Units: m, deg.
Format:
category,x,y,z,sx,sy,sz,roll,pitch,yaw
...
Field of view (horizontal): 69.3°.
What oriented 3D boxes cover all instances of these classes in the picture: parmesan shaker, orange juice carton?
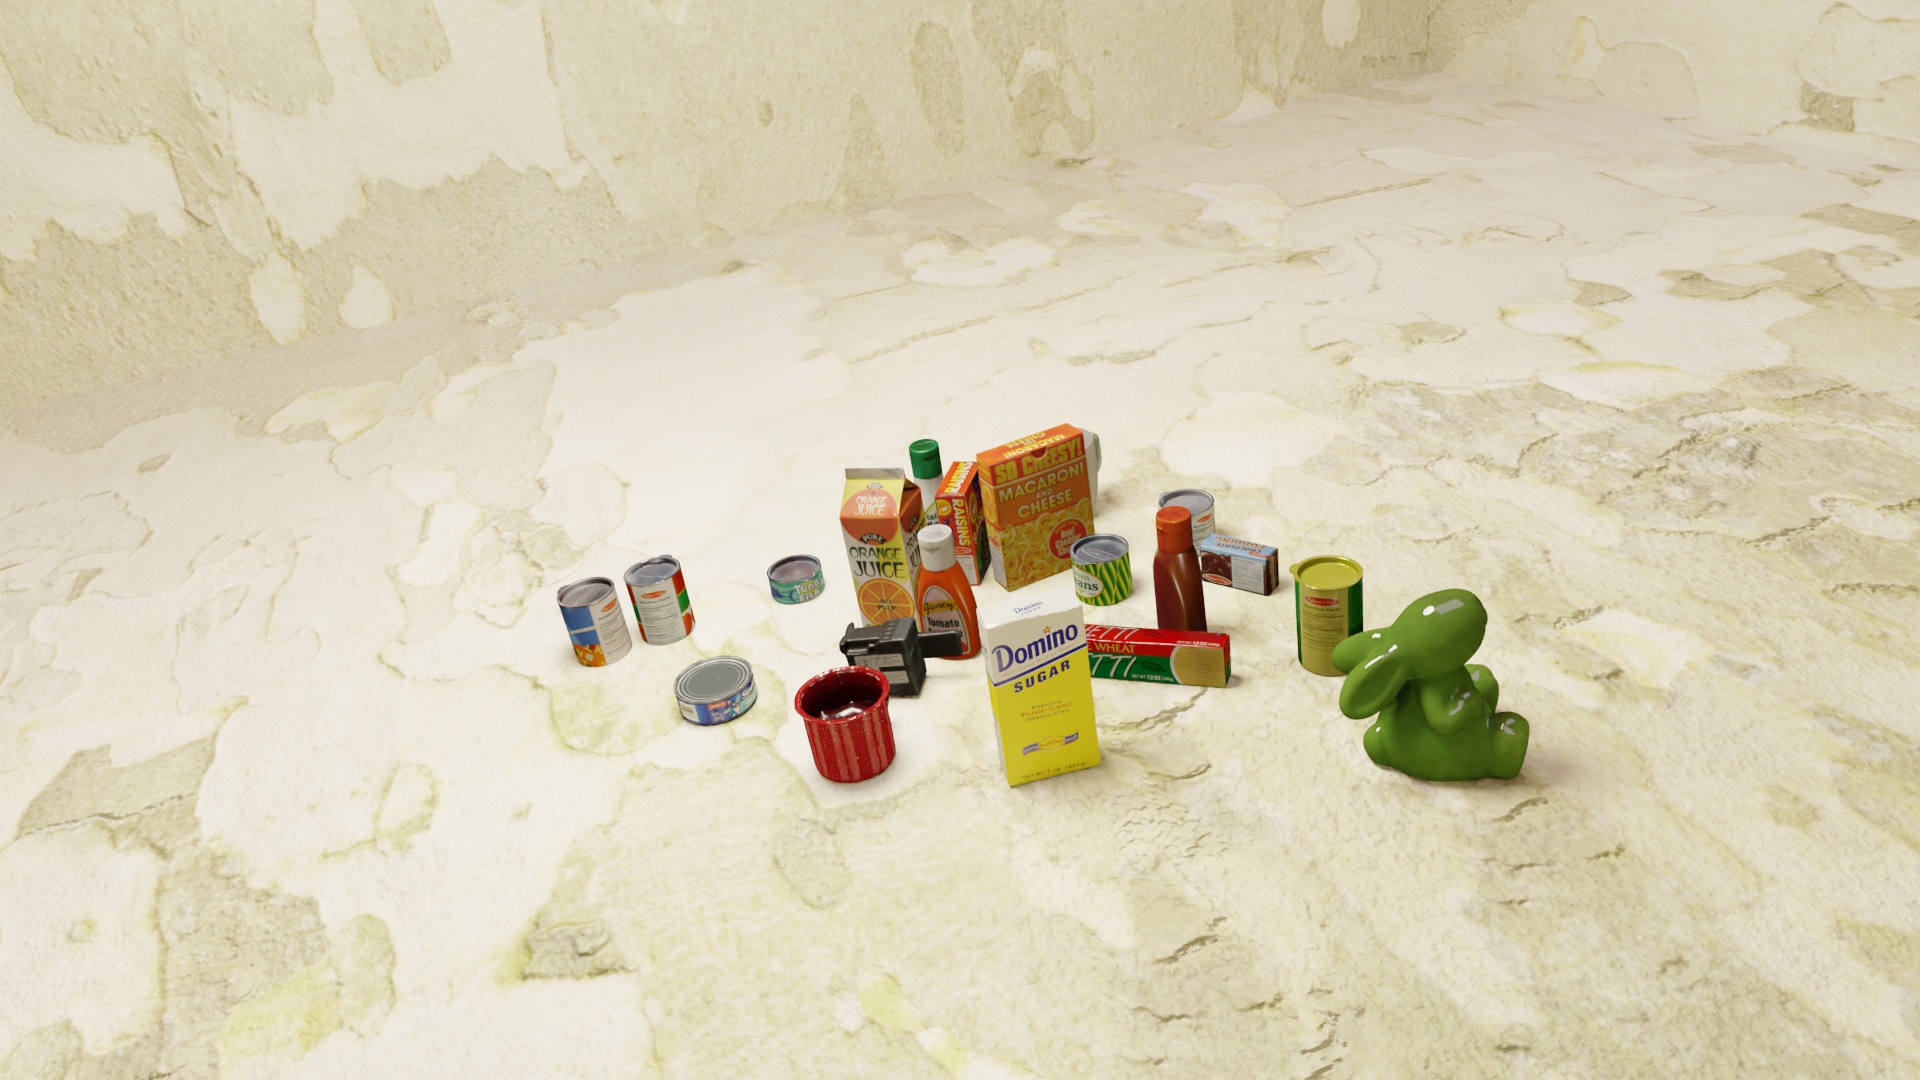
category,x,y,z,sx,sy,sz,roll,pitch,yaw
parmesan shaker,0.364,0.074,1.382,0.071,0.102,0.071,-7,28,4
orange juice carton,-0.080,0.004,1.548,0.072,0.191,0.073,2,30,20

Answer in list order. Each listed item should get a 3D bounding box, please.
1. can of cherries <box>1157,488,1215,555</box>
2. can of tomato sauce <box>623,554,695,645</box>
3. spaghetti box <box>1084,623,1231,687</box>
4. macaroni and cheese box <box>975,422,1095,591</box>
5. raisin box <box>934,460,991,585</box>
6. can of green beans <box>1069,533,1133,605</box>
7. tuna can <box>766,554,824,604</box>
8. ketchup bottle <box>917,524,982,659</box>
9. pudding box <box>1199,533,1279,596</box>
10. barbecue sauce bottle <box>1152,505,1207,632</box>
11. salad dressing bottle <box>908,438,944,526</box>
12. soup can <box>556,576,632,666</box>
category,x,y,z,sx,sy,sz,roll,pitch,yaw
can of cherries,0.265,-0.021,1.631,0.071,0.058,0.072,-7,29,4
can of tomato sauce,-0.350,0.069,1.623,0.071,0.082,0.071,-7,28,4
spaghetti box,0.151,0.114,1.427,0.250,0.050,0.029,3,31,21
macaroni and cheese box,0.090,-0.038,1.600,0.124,0.165,0.040,-20,30,-19
raisin box,0.006,-0.021,1.639,0.040,0.122,0.086,0,30,17
can of green beans,0.159,0.033,1.564,0.071,0.057,0.071,-7,29,4
tuna can,-0.196,0.047,1.670,0.071,0.032,0.071,-7,29,4
ketchup bottle,-0.016,0.055,1.482,0.065,0.148,0.044,2,31,21
pudding box,0.309,0.026,1.541,0.084,0.049,0.030,13,36,35
barbecue sauce bottle,0.226,0.037,1.444,0.044,0.147,0.065,-20,30,-18
salad dressing bottle,-0.034,-0.050,1.678,0.064,0.147,0.044,-17,29,-13
soup can,-0.423,0.093,1.601,0.071,0.083,0.072,-7,28,4
